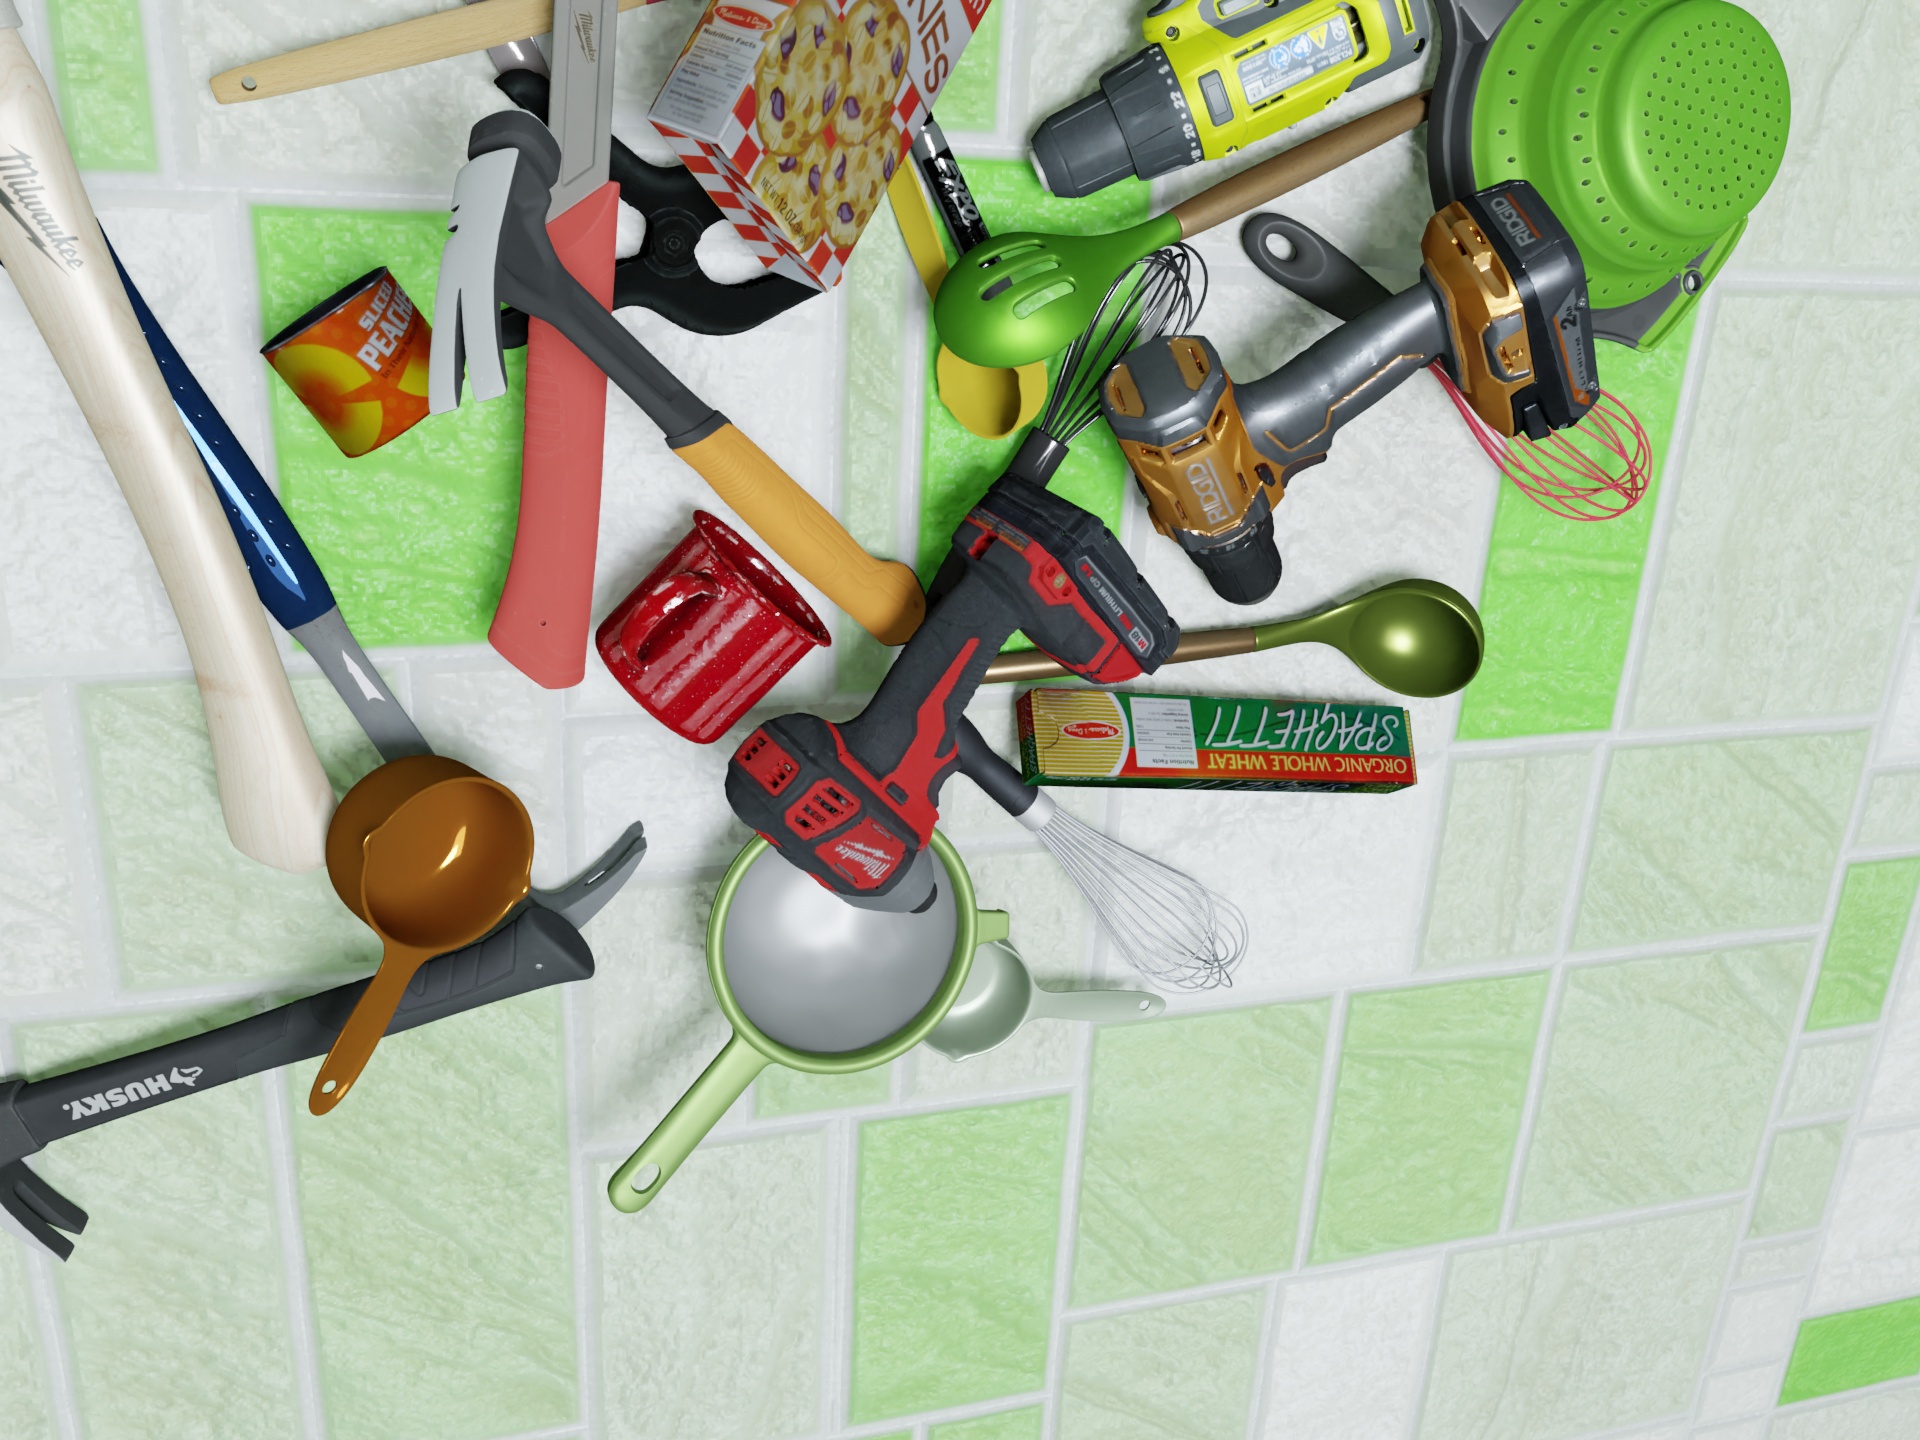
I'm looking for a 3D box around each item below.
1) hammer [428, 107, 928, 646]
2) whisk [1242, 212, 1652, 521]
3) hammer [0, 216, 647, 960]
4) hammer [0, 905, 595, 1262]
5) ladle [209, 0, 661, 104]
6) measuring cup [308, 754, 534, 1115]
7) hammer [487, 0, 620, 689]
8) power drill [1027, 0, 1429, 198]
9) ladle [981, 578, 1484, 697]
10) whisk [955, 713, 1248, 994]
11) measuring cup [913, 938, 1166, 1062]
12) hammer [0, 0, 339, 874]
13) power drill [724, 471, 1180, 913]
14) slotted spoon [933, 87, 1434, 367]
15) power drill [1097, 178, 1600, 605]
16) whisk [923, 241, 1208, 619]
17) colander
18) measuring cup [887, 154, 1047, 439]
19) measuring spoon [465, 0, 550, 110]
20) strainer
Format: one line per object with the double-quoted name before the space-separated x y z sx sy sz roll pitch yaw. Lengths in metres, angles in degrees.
"hammer" -0.103 -0.109 0.704 0.034 0.127 0.336 -11 153 24
"whisk" 0.273 -0.194 0.876 0.295 0.073 0.073 27 100 -19
"hammer" -0.296 -0.043 0.755 0.144 0.035 0.405 -29 117 -5
"hammer" -0.347 0.166 0.795 0.335 0.035 0.146 -17 115 -2
"ladle" -0.164 -0.313 0.688 0.315 0.031 0.069 -20 121 -12
"measuring cup" -0.271 0.097 0.746 0.095 0.052 0.173 30 87 -51
"hammer" -0.162 -0.187 0.703 0.149 0.037 0.359 2 111 -16
"power drill" 0.090 -0.368 0.725 0.190 0.080 0.228 -23 118 10
"ladle" 0.143 -0.034 0.894 0.320 0.062 0.078 -7 137 -13
"whisk" 0.065 0.068 0.911 0.284 0.070 0.070 41 94 -22
"measuring cup" 0.043 0.160 0.948 0.167 0.038 0.083 7 108 -23
"hammer" -0.335 -0.120 0.673 0.146 0.038 0.410 -18 116 -12
"power drill" -0.001 -0.003 0.796 0.219 0.079 0.143 -47 132 -5
"slotted spoon" 0.123 -0.255 0.785 0.314 0.031 0.070 -30 73 -20
"power drill" 0.200 -0.151 0.812 0.226 0.084 0.185 -24 142 11
"whisk" 0.049 -0.143 0.826 0.055 0.055 0.239 27 104 -25
"colander" 0.292 -0.350 0.784 0.396 0.094 0.204 39 85 -23
"measuring cup" 0.000 -0.216 0.786 0.029 0.062 0.156 -33 107 -36
"measuring spoon" -0.208 -0.316 0.692 0.034 0.018 0.124 -30 124 -8
"strainer" -0.104 0.151 0.860 0.151 0.069 0.256 43 82 -21
